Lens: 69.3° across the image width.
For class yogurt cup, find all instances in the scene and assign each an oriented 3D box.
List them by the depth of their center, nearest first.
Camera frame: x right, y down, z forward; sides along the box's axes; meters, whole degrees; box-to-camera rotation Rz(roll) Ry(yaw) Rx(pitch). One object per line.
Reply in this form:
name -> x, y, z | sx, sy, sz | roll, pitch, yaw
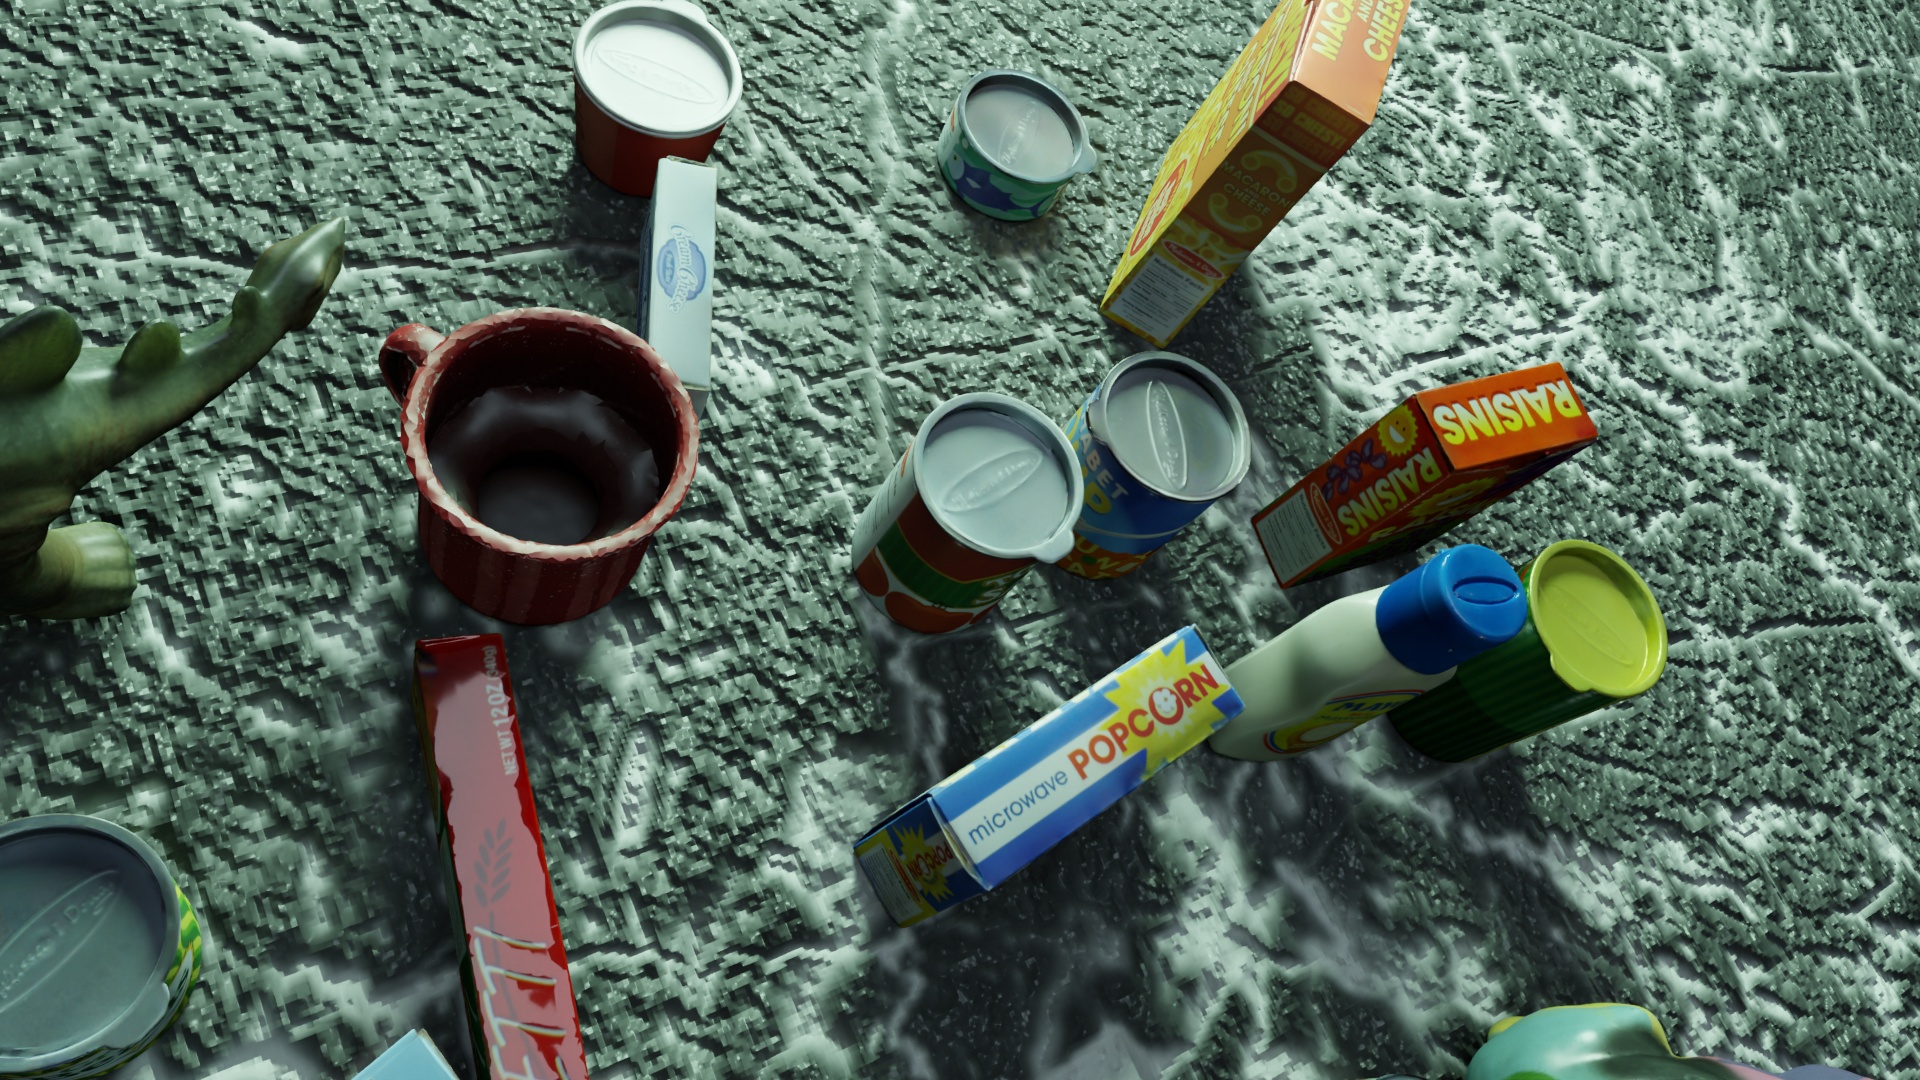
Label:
yogurt cup -> -0.130, -0.181, 0.580 | 0.072, 0.053, 0.072 | 9, 63, -18

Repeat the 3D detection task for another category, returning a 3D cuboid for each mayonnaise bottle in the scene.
mayonnaise bottle -> 0.152, 0.046, 0.531 | 0.065, 0.147, 0.041 | 0, 67, -22

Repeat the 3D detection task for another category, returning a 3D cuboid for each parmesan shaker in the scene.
parmesan shaker -> 0.232, 0.051, 0.587 | 0.071, 0.102, 0.071 | 9, 63, -18

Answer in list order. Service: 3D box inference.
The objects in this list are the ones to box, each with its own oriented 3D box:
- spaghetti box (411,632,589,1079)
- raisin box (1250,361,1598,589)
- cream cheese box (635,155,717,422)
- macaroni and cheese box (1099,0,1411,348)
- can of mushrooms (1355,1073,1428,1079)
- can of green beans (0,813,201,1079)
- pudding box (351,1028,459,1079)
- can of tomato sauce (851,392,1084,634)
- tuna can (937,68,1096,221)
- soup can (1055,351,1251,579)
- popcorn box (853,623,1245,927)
spaghetti box -> -0.133, 0.152, 0.423 | 0.029, 0.050, 0.250 | -9, 70, -25
raisin box -> 0.195, -0.025, 0.597 | 0.086, 0.123, 0.040 | -12, 72, -26
cream cheese box -> -0.113, -0.092, 0.545 | 0.024, 0.053, 0.104 | 6, 64, -19
macaroni and cheese box -> 0.130, -0.179, 0.618 | 0.040, 0.165, 0.124 | 29, 59, -8
can of mushrooms -> 0.156, 0.233, 0.511 | 0.071, 0.033, 0.071 | 9, 63, -18
can of green beans -> -0.252, 0.116, 0.387 | 0.071, 0.057, 0.071 | 9, 63, -18
pudding box -> -0.180, 0.178, 0.391 | 0.084, 0.049, 0.030 | -38, 84, -31
can of tomato sauce -> 0.002, -0.007, 0.533 | 0.071, 0.082, 0.071 | 9, 63, -18
tuna can -> 0.027, -0.186, 0.658 | 0.071, 0.032, 0.071 | 9, 63, -18
soup can -> 0.067, -0.029, 0.570 | 0.071, 0.083, 0.071 | 9, 63, -18
popcorn box -> 0.031, 0.085, 0.500 | 0.127, 0.085, 0.038 | -28, 79, -30
